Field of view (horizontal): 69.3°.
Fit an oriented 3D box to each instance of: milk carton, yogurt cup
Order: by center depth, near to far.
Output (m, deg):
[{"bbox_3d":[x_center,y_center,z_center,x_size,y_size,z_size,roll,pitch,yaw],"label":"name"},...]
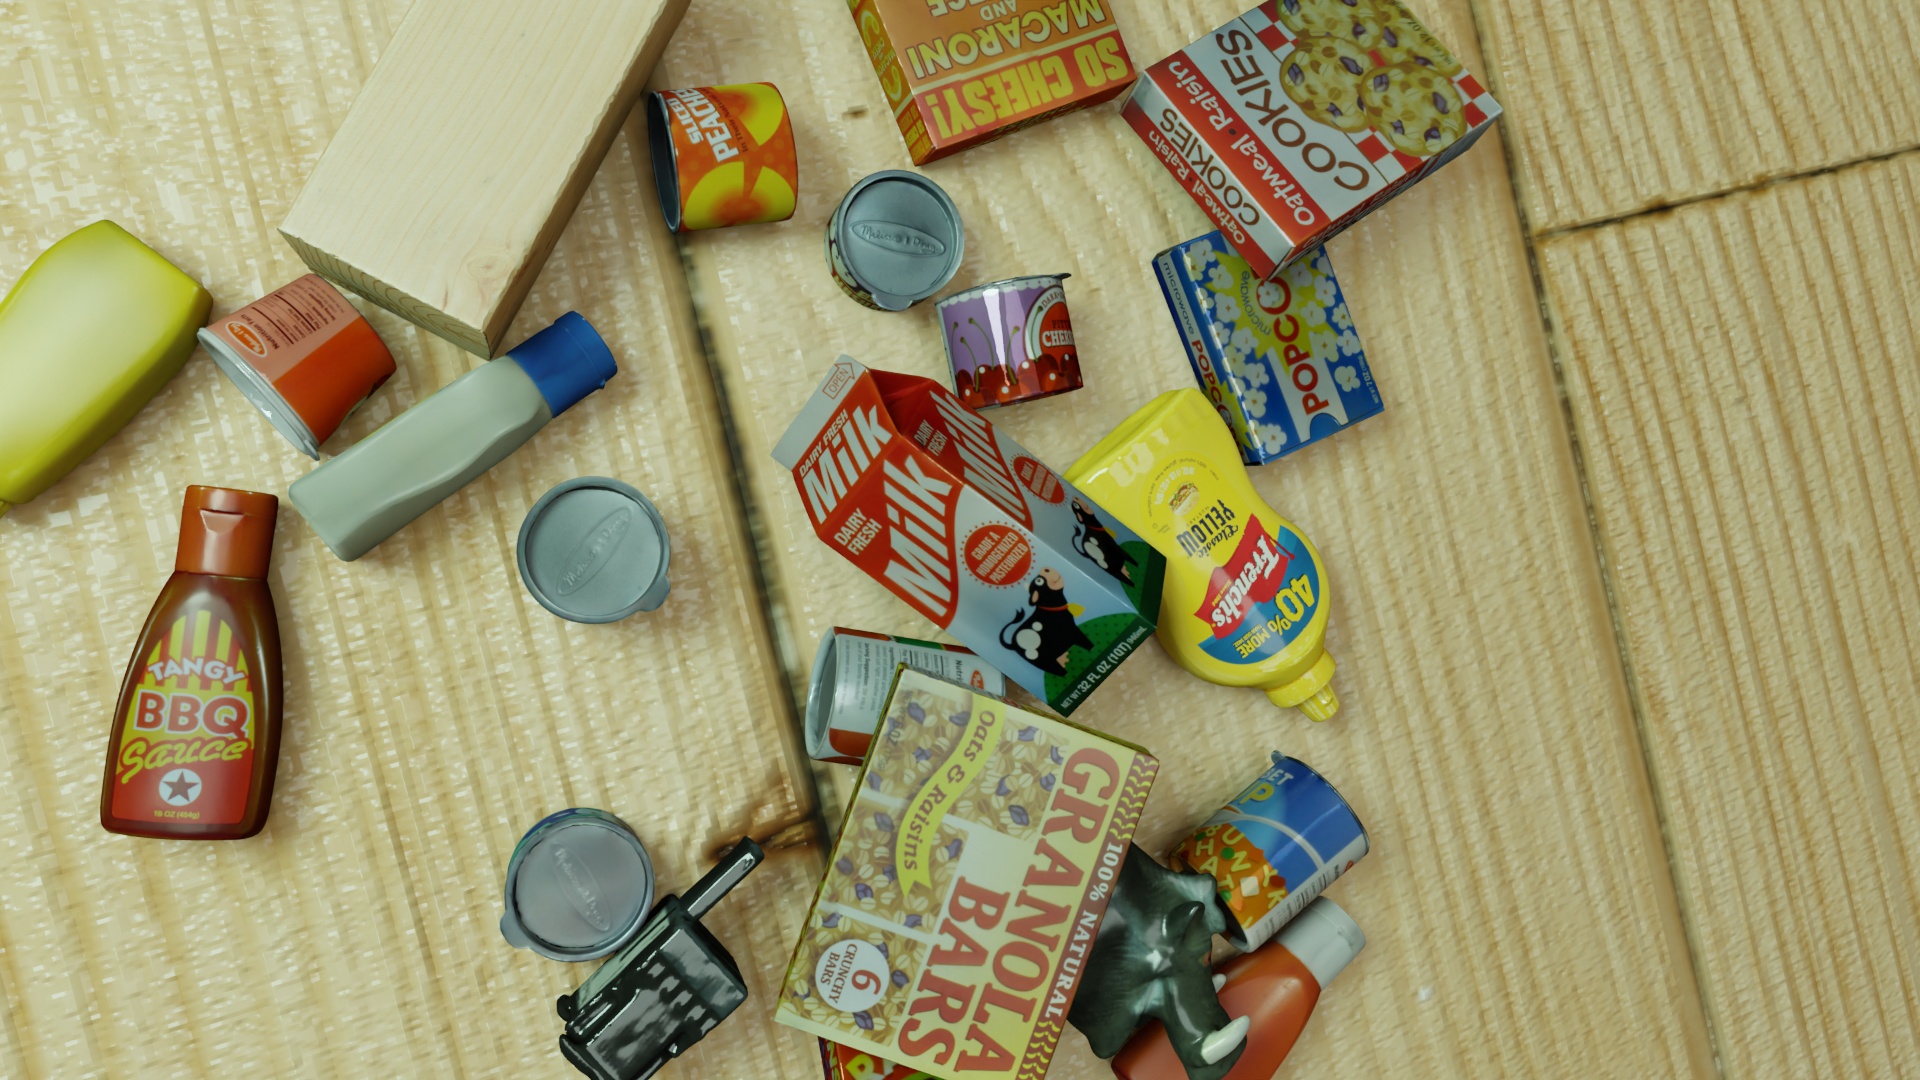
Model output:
[{"bbox_3d":[-0.286,-0.079,0.606,0.054,0.072,0.072,-45,101,-22],"label":"yogurt cup"},{"bbox_3d":[0.002,-0.008,0.669,0.190,0.074,0.072,36,119,-7],"label":"milk carton"}]

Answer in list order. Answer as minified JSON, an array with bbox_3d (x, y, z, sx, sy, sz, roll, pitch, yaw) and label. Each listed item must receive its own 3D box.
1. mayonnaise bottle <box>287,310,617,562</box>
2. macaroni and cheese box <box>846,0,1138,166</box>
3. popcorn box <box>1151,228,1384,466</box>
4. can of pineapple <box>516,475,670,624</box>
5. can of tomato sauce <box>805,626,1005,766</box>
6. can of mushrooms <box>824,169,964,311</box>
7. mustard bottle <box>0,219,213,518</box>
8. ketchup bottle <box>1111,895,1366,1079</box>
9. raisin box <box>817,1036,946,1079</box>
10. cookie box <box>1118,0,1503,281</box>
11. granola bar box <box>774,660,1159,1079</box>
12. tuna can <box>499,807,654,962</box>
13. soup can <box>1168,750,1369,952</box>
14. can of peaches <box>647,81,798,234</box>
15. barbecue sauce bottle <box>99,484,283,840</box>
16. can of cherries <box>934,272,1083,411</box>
[{"bbox_3d":[-0.225,-0.049,0.625,0.148,0.064,0.041,-39,96,-19],"label":"mayonnaise bottle"},{"bbox_3d":[0.003,-0.292,0.716,0.124,0.040,0.166,-24,95,-17],"label":"macaroni and cheese box"},{"bbox_3d":[0.168,-0.113,0.761,0.085,0.038,0.126,-23,95,-18],"label":"popcorn box"},{"bbox_3d":[-0.169,0.007,0.641,0.071,0.058,0.071,0,88,-17],"label":"can of pineapple"},{"bbox_3d":[-0.029,0.081,0.679,0.083,0.071,0.071,10,85,-16],"label":"can of tomato sauce"},{"bbox_3d":[-0.035,-0.148,0.702,0.071,0.033,0.071,1,88,-18],"label":"can of mushrooms"},{"bbox_3d":[-0.388,-0.058,0.580,0.065,0.049,0.160,39,78,-12],"label":"mustard bottle"},{"bbox_3d":[0.153,0.252,0.739,0.149,0.043,0.064,-39,92,-15],"label":"ketchup bottle"},{"bbox_3d":[-0.021,0.247,0.662,0.086,0.040,0.124,-4,63,-20],"label":"raisin box"},{"bbox_3d":[0.188,-0.229,0.746,0.168,0.040,0.123,-34,80,-21],"label":"cookie box"},{"bbox_3d":[0.003,0.153,0.627,0.124,0.039,0.165,20,90,-4],"label":"granola bar box"},{"bbox_3d":[-0.179,0.160,0.645,0.071,0.033,0.071,1,88,-17],"label":"tuna can"},{"bbox_3d":[0.160,0.164,0.735,0.084,0.071,0.071,-35,98,-15],"label":"soup can"},{"bbox_3d":[-0.113,-0.183,0.659,0.058,0.071,0.071,-11,91,-18],"label":"can of peaches"},{"bbox_3d":[-0.324,0.051,0.598,0.065,0.043,0.148,7,85,-16],"label":"barbecue sauce bottle"},{"bbox_3d":[0.027,-0.099,0.700,0.071,0.071,0.058,-12,92,-17],"label":"can of cherries"}]
